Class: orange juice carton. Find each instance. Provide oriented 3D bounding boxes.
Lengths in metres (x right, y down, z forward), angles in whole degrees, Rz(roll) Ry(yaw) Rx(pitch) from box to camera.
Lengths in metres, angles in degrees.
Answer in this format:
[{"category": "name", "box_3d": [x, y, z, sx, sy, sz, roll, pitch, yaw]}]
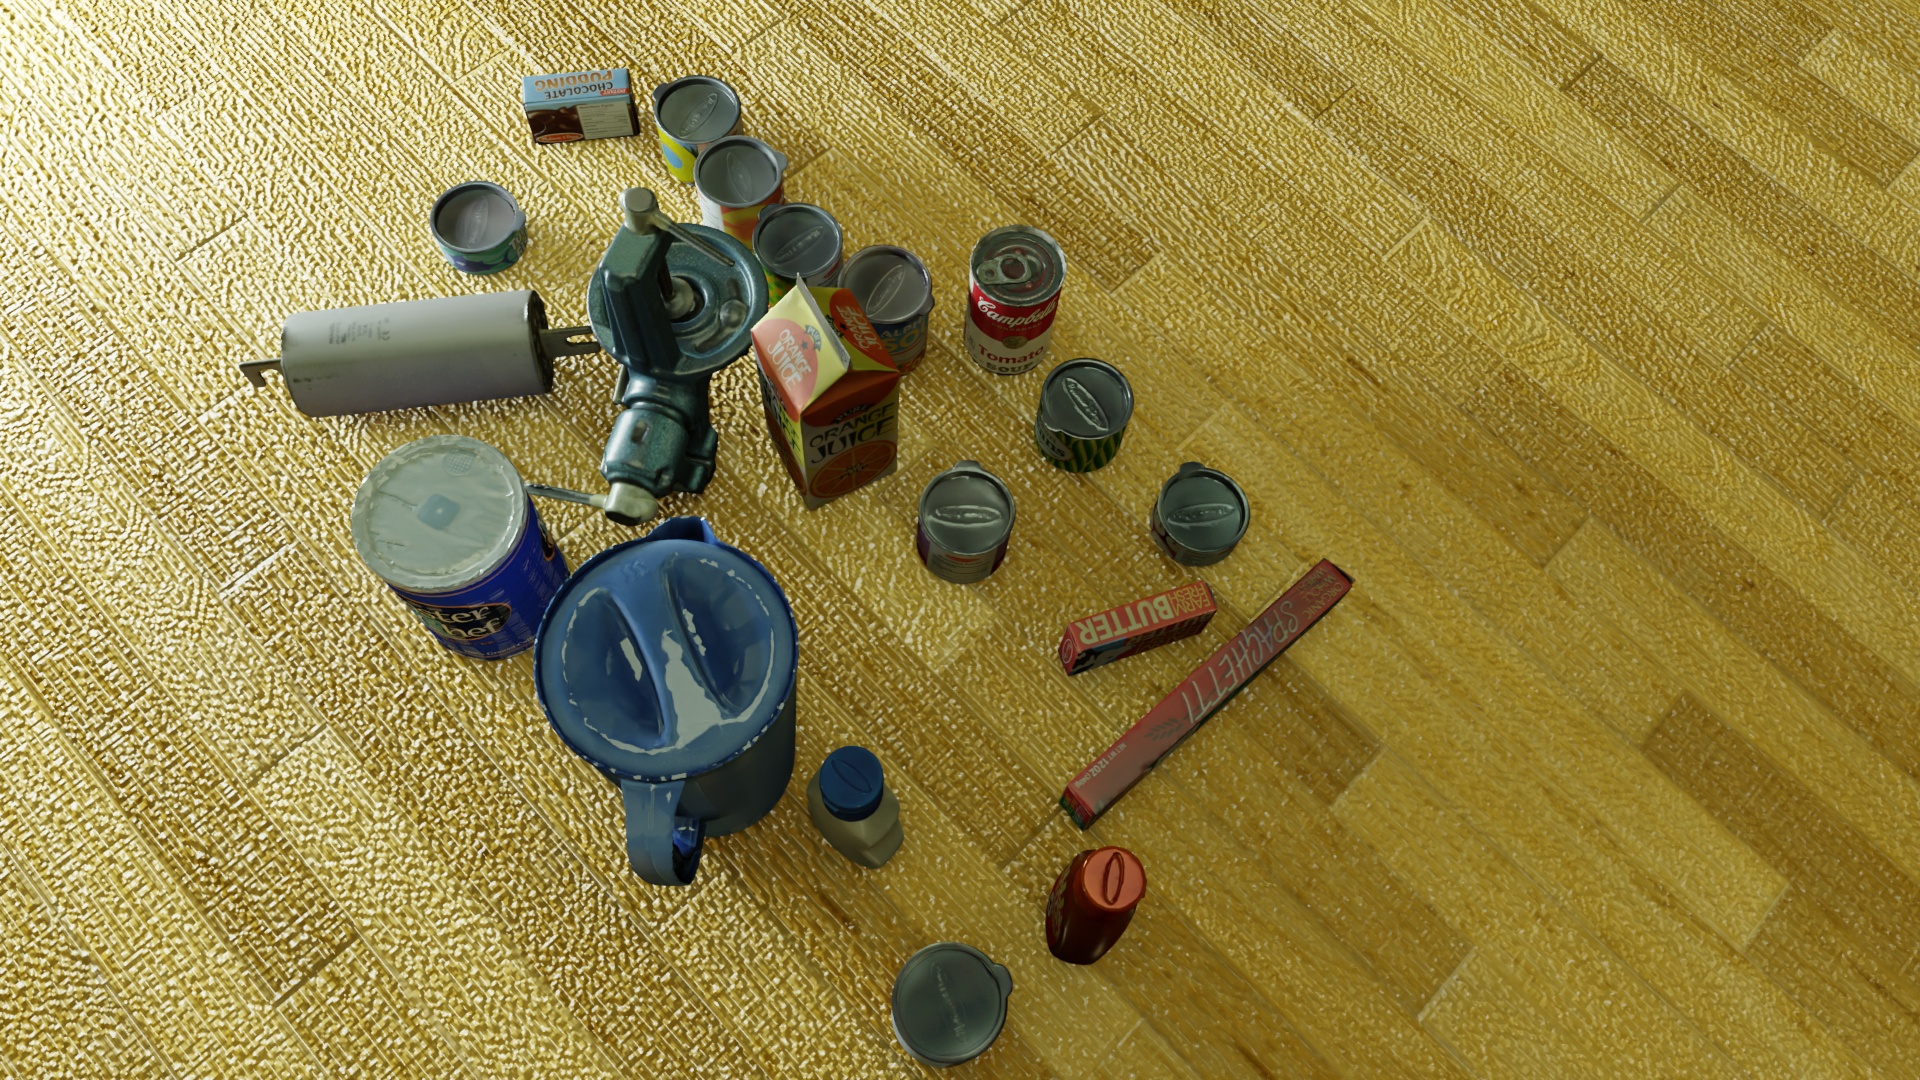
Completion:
[{"category": "orange juice carton", "box_3d": [-0.088, -0.100, 0.926, 0.073, 0.192, 0.072, -26, 71, -13]}]

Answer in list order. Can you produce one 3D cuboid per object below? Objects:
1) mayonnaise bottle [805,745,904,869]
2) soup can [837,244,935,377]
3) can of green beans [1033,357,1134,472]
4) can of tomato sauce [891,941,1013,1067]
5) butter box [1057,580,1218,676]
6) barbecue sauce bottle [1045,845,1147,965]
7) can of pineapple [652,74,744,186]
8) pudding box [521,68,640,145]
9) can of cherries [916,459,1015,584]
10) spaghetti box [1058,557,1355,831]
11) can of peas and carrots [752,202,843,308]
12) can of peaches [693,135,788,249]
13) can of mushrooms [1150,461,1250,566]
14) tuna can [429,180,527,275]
[{"category": "mayonnaise bottle", "box_3d": [-0.064, 0.159, 0.840, 0.065, 0.147, 0.041, 38, 70, 12]}, {"category": "soup can", "box_3d": [-0.053, -0.163, 1.014, 0.071, 0.083, 0.071, 1, 67, -3]}, {"category": "can of green beans", "box_3d": [0.088, -0.090, 1.006, 0.071, 0.057, 0.071, 1, 67, -3]}, {"category": "can of tomato sauce", "box_3d": [-0.007, 0.277, 0.829, 0.071, 0.082, 0.071, 1, 67, -3]}, {"category": "butter box", "box_3d": [0.120, 0.060, 0.946, 0.104, 0.053, 0.024, -17, 69, -10]}, {"category": "barbecue sauce bottle", "box_3d": [0.080, 0.213, 0.826, 0.044, 0.148, 0.065, 12, 67, 2]}, {"category": "can of pineapple", "box_3d": [-0.203, -0.320, 1.086, 0.071, 0.057, 0.071, 1, 67, -3]}, {"category": "pudding box", "box_3d": [-0.299, -0.342, 1.093, 0.084, 0.049, 0.030, -8, 68, -7]}, {"category": "can of cherries", "box_3d": [0.003, -0.012, 0.967, 0.071, 0.058, 0.072, 1, 67, -3]}, {"category": "spaghetti box", "box_3d": [0.167, 0.101, 0.933, 0.251, 0.050, 0.029, -38, 74, -17]}, {"category": "can of peas and carrots", "box_3d": [-0.123, -0.211, 1.044, 0.071, 0.058, 0.071, 1, 67, -3]}, {"category": "can of peaches", "box_3d": [-0.165, -0.266, 1.065, 0.071, 0.057, 0.071, 1, 67, -3]}, {"category": "can of mushrooms", "box_3d": [0.170, -0.018, 0.994, 0.071, 0.033, 0.071, 1, 67, -3]}, {"category": "tuna can", "box_3d": [-0.362, -0.236, 1.053, 0.071, 0.032, 0.071, 1, 67, -3]}]
